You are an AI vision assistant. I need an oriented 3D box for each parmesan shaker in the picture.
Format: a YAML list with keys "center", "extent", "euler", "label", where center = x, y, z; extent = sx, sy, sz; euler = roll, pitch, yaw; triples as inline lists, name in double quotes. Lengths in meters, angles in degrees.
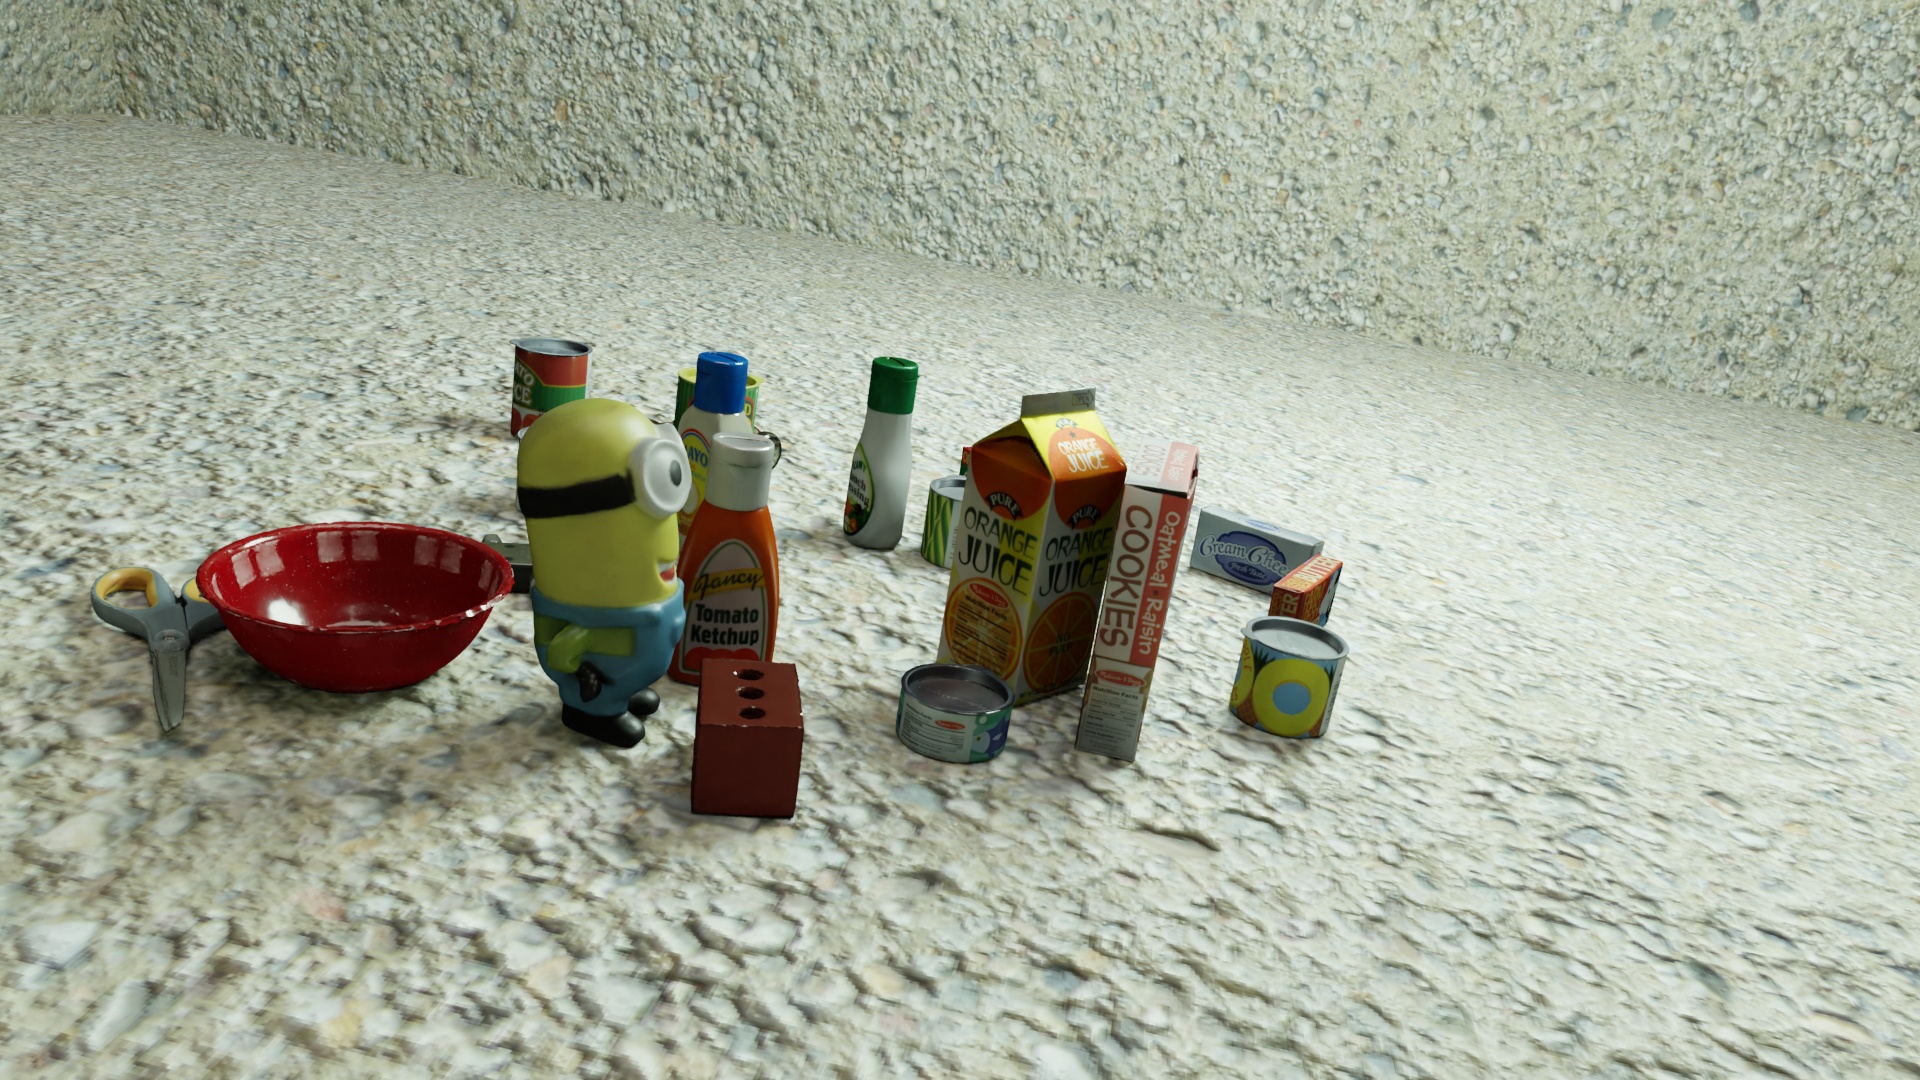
- center: [-0.199, -0.084, 1.135]
  extent: [0.071, 0.102, 0.071]
  euler: [8, 18, -3]
  label: "parmesan shaker"

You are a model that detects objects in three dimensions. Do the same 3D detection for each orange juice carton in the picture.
- center: [0.046, -0.001, 0.871]
  extent: [0.072, 0.192, 0.073]
  euler: [-9, 26, -44]
  label: "orange juice carton"

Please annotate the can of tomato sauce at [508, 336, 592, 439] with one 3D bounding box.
- center: [-0.365, -0.133, 1.231]
  extent: [0.071, 0.082, 0.071]
  euler: [8, 18, -3]
  label: "can of tomato sauce"

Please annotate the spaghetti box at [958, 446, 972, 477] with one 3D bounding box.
- center: [0.052, -0.020, 1.151]
  extent: [0.029, 0.050, 0.251]
  euler: [2, 20, -22]
  label: "spaghetti box"

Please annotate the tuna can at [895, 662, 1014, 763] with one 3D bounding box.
- center: [-0.003, 0.098, 0.804]
  extent: [0.071, 0.032, 0.071]
  euler: [8, 19, -3]
  label: "tuna can"

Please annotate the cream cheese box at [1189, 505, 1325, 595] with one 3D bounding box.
- center: [0.243, 0.011, 1.144]
  extent: [0.104, 0.053, 0.024]
  euler: [21, 21, 31]
  label: "cream cheese box"

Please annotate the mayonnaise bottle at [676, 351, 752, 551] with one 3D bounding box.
- center: [-0.180, -0.062, 1.009]
  extent: [0.065, 0.147, 0.041]
  euler: [23, 22, 36]
  label: "mayonnaise bottle"

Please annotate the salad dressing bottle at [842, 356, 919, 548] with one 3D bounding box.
- center: [-0.060, -0.069, 1.088]
  extent: [0.044, 0.147, 0.064]
  euler: [0, 20, -26]
  label: "salad dressing bottle"

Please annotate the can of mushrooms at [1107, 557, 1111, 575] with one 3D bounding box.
- center: [0.137, 0.007, 1.137]
  extent: [0.071, 0.033, 0.071]
  euler: [8, 19, -3]
  label: "can of mushrooms"

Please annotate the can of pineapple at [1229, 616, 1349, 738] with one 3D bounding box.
- center: [0.210, 0.087, 0.898]
  extent: [0.071, 0.057, 0.071]
  euler: [8, 18, -3]
  label: "can of pineapple"

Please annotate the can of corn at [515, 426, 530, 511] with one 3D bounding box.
- center: [-0.304, -0.053, 1.064]
  extent: [0.071, 0.058, 0.071]
  euler: [8, 18, -3]
  label: "can of corn"

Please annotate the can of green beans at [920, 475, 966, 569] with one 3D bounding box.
- center: [0.004, -0.013, 1.095]
  extent: [0.071, 0.057, 0.071]
  euler: [8, 18, -3]
  label: "can of green beans"

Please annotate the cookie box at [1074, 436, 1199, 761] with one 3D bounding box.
- center: [0.109, 0.031, 0.845]
  extent: [0.040, 0.166, 0.123]
  euler: [12, 18, 8]
  label: "cookie box"

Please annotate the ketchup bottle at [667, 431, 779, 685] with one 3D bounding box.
- center: [-0.136, 0.011, 0.816]
  extent: [0.065, 0.148, 0.044]
  euler: [4, 19, -15]
  label: "ketchup bottle"

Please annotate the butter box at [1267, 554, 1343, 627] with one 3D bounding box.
- center: [0.258, 0.048, 1.045]
  extent: [0.024, 0.053, 0.104]
  euler: [19, 21, 27]
  label: "butter box"
